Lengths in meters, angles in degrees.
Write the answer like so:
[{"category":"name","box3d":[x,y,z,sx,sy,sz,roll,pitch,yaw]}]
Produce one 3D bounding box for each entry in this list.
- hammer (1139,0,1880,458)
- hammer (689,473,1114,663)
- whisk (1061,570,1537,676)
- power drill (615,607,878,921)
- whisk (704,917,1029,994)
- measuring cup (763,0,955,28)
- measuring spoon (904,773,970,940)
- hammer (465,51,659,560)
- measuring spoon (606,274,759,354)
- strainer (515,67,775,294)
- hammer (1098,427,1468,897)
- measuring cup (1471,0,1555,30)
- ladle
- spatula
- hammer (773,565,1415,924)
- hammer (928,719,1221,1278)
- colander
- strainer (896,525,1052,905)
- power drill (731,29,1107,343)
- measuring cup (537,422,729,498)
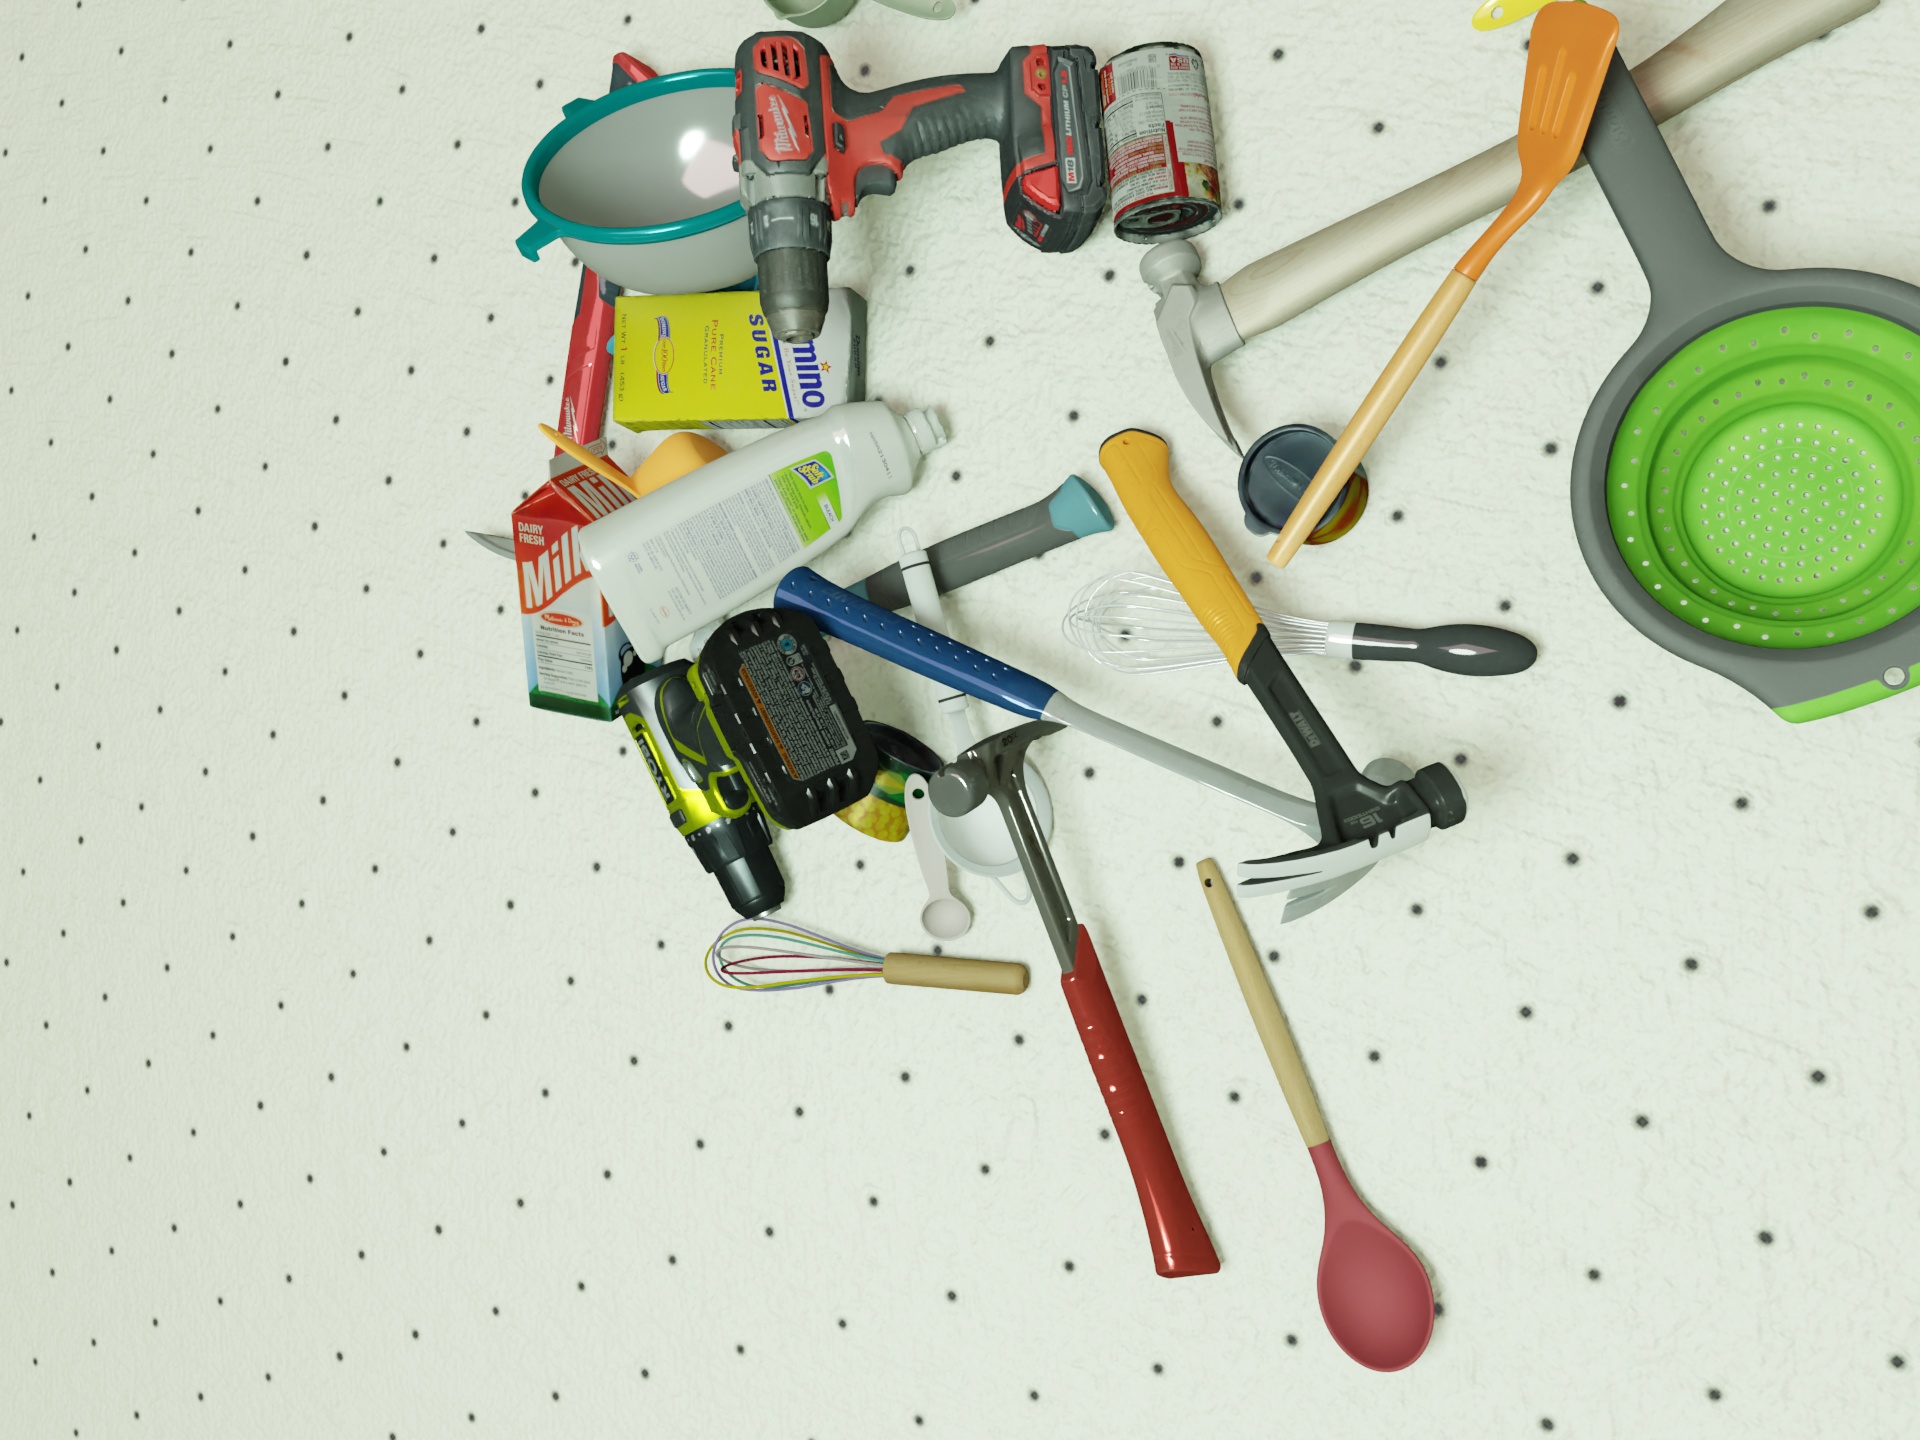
[{"category":"hammer","box3d":[0.304,-0.299,0.904,0.410,0.038,0.146,-25,67,23]},{"category":"hammer","box3d":[-0.049,-0.092,1.093,0.331,0.033,0.128,-20,80,25]},{"category":"whisk","box3d":[0.198,-0.052,0.960,0.285,0.070,0.070,6,92,22]},{"category":"power drill","box3d":[-0.143,0.033,1.061,0.190,0.080,0.228,64,150,2]},{"category":"whisk","box3d":[-0.070,0.173,1.098,0.245,0.047,0.051,1,108,23]},{"category":"measuring cup","box3d":[-0.066,-0.508,1.104,0.168,0.038,0.083,28,102,22]},{"category":"measuring spoon","box3d":[-0.018,0.090,1.062,0.034,0.018,0.124,-9,110,6]},{"category":"hammer","box3d":[-0.291,-0.309,1.215,0.143,0.038,0.386,12,95,28]},{"category":"measuring spoon","box3d":[-0.202,-0.299,1.167,0.128,0.021,0.042,-25,80,12]},{"category":"strainer","box3d":[-0.126,-0.365,1.103,0.340,0.095,0.211,-4,49,6]},{"category":"hammer","box3d":[0.150,-0.052,0.917,0.127,0.034,0.337,-21,53,-5]},{"category":"measuring cup","box3d":[0.367,-0.427,0.895,0.156,0.029,0.062,-16,82,38]},{"category":"ladle","box3d":[0.206,0.232,0.966,0.069,0.031,0.315,-25,77,22]},{"category":"spatula","box3d":[0.251,-0.223,0.861,0.322,0.041,0.081,-59,23,21]},{"category":"hammer","box3d":[0.061,-0.003,0.956,0.406,0.144,0.035,24,129,19]},{"category":"hammer","box3d":[0.087,0.176,0.995,0.037,0.149,0.359,-20,92,32]},{"category":"colander","box3d":[0.399,-0.194,0.834,0.204,0.094,0.397,-26,77,24]},{"category":"strainer","box3d":[-0.002,-0.003,1.046,0.050,0.087,0.258,-16,90,67]},{"category":"power drill","box3d":[-0.028,-0.333,0.996,0.226,0.080,0.188,-3,87,-8]},{"category":"measuring cup","box3d":[-0.209,-0.178,1.102,0.052,0.173,0.095,-44,48,16]}]
